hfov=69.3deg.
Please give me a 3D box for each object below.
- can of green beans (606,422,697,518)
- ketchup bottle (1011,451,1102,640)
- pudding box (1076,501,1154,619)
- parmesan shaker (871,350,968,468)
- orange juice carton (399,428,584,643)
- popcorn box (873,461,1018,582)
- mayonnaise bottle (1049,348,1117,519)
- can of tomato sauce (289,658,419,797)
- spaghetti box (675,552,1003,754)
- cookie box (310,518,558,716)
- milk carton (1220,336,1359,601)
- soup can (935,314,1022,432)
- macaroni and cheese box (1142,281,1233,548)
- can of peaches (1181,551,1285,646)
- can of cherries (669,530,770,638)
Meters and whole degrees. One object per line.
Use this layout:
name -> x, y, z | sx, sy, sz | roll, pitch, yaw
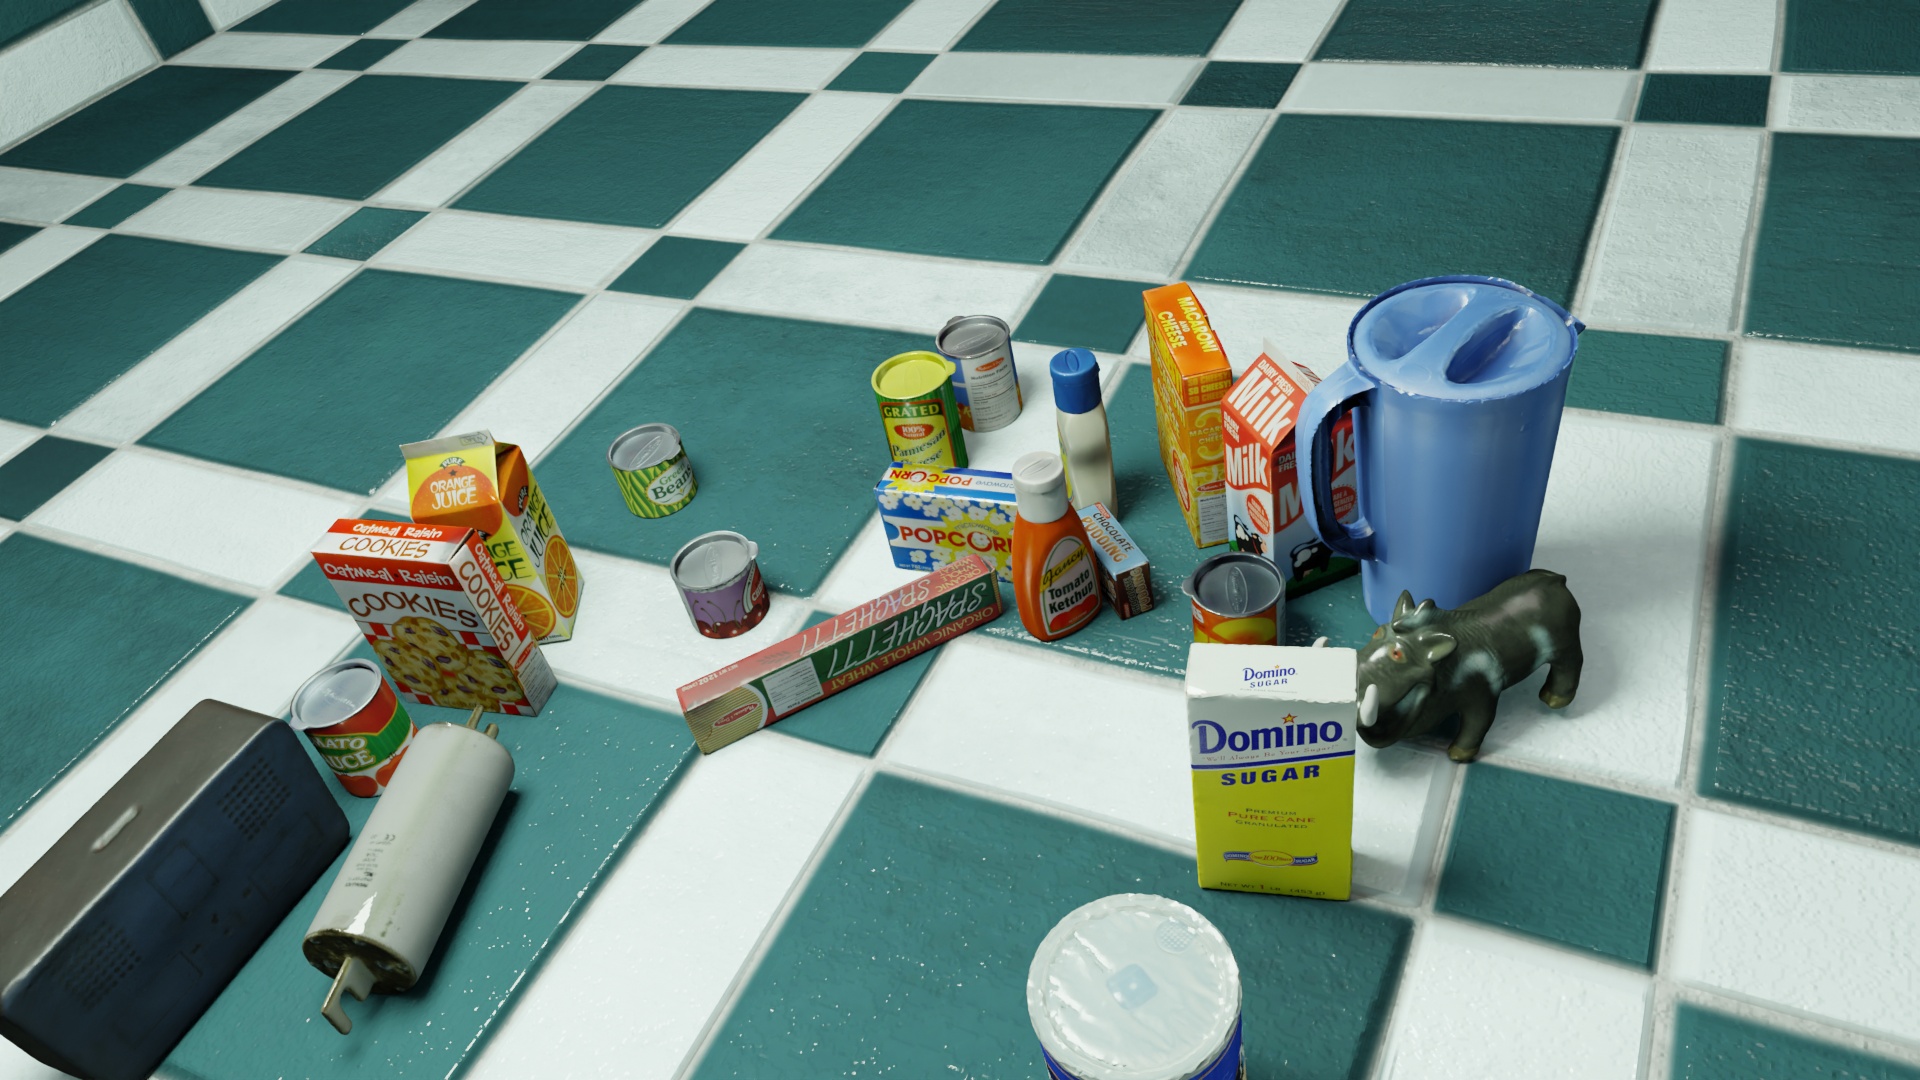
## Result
can of green beans -> -0.273, -0.062, 1.234 | 0.071, 0.057, 0.071 | -7, 41, 7
ketchup bottle -> 0.065, 0.003, 1.004 | 0.065, 0.148, 0.043 | -30, 43, -18
pudding box -> 0.115, 0.014, 1.054 | 0.030, 0.049, 0.084 | -21, 41, -9
parmesan shaker -> -0.030, -0.100, 1.181 | 0.071, 0.102, 0.072 | -7, 41, 7
orange juice carton -> -0.368, -0.007, 1.093 | 0.072, 0.191, 0.073 | -9, 41, 5
popcorn box -> 0.004, -0.014, 1.087 | 0.127, 0.084, 0.038 | 7, 44, 21
mayonnaise bottle -> 0.096, -0.081, 1.092 | 0.041, 0.147, 0.065 | -11, 41, 2
can of tomato sauce -> -0.445, 0.141, 1.029 | 0.071, 0.082, 0.071 | -7, 41, 7
spaghetti box -> -0.085, 0.082, 1.029 | 0.251, 0.050, 0.029 | -24, 42, -13
cookie box -> -0.392, 0.058, 1.045 | 0.123, 0.166, 0.040 | 4, 43, 18
milk carton -> 0.236, -0.052, 0.991 | 0.073, 0.189, 0.072 | -21, 41, -9
soup can -> 0.016, -0.150, 1.240 | 0.071, 0.083, 0.072 | -7, 41, 7
macaroni and cheese box -> 0.181, -0.097, 1.075 | 0.040, 0.165, 0.124 | -13, 41, 1
can of peaches -> 0.195, 0.051, 0.986 | 0.071, 0.057, 0.071 | -7, 41, 7
can of cherries -> -0.187, 0.035, 1.102 | 0.071, 0.058, 0.072 | -7, 41, 7
